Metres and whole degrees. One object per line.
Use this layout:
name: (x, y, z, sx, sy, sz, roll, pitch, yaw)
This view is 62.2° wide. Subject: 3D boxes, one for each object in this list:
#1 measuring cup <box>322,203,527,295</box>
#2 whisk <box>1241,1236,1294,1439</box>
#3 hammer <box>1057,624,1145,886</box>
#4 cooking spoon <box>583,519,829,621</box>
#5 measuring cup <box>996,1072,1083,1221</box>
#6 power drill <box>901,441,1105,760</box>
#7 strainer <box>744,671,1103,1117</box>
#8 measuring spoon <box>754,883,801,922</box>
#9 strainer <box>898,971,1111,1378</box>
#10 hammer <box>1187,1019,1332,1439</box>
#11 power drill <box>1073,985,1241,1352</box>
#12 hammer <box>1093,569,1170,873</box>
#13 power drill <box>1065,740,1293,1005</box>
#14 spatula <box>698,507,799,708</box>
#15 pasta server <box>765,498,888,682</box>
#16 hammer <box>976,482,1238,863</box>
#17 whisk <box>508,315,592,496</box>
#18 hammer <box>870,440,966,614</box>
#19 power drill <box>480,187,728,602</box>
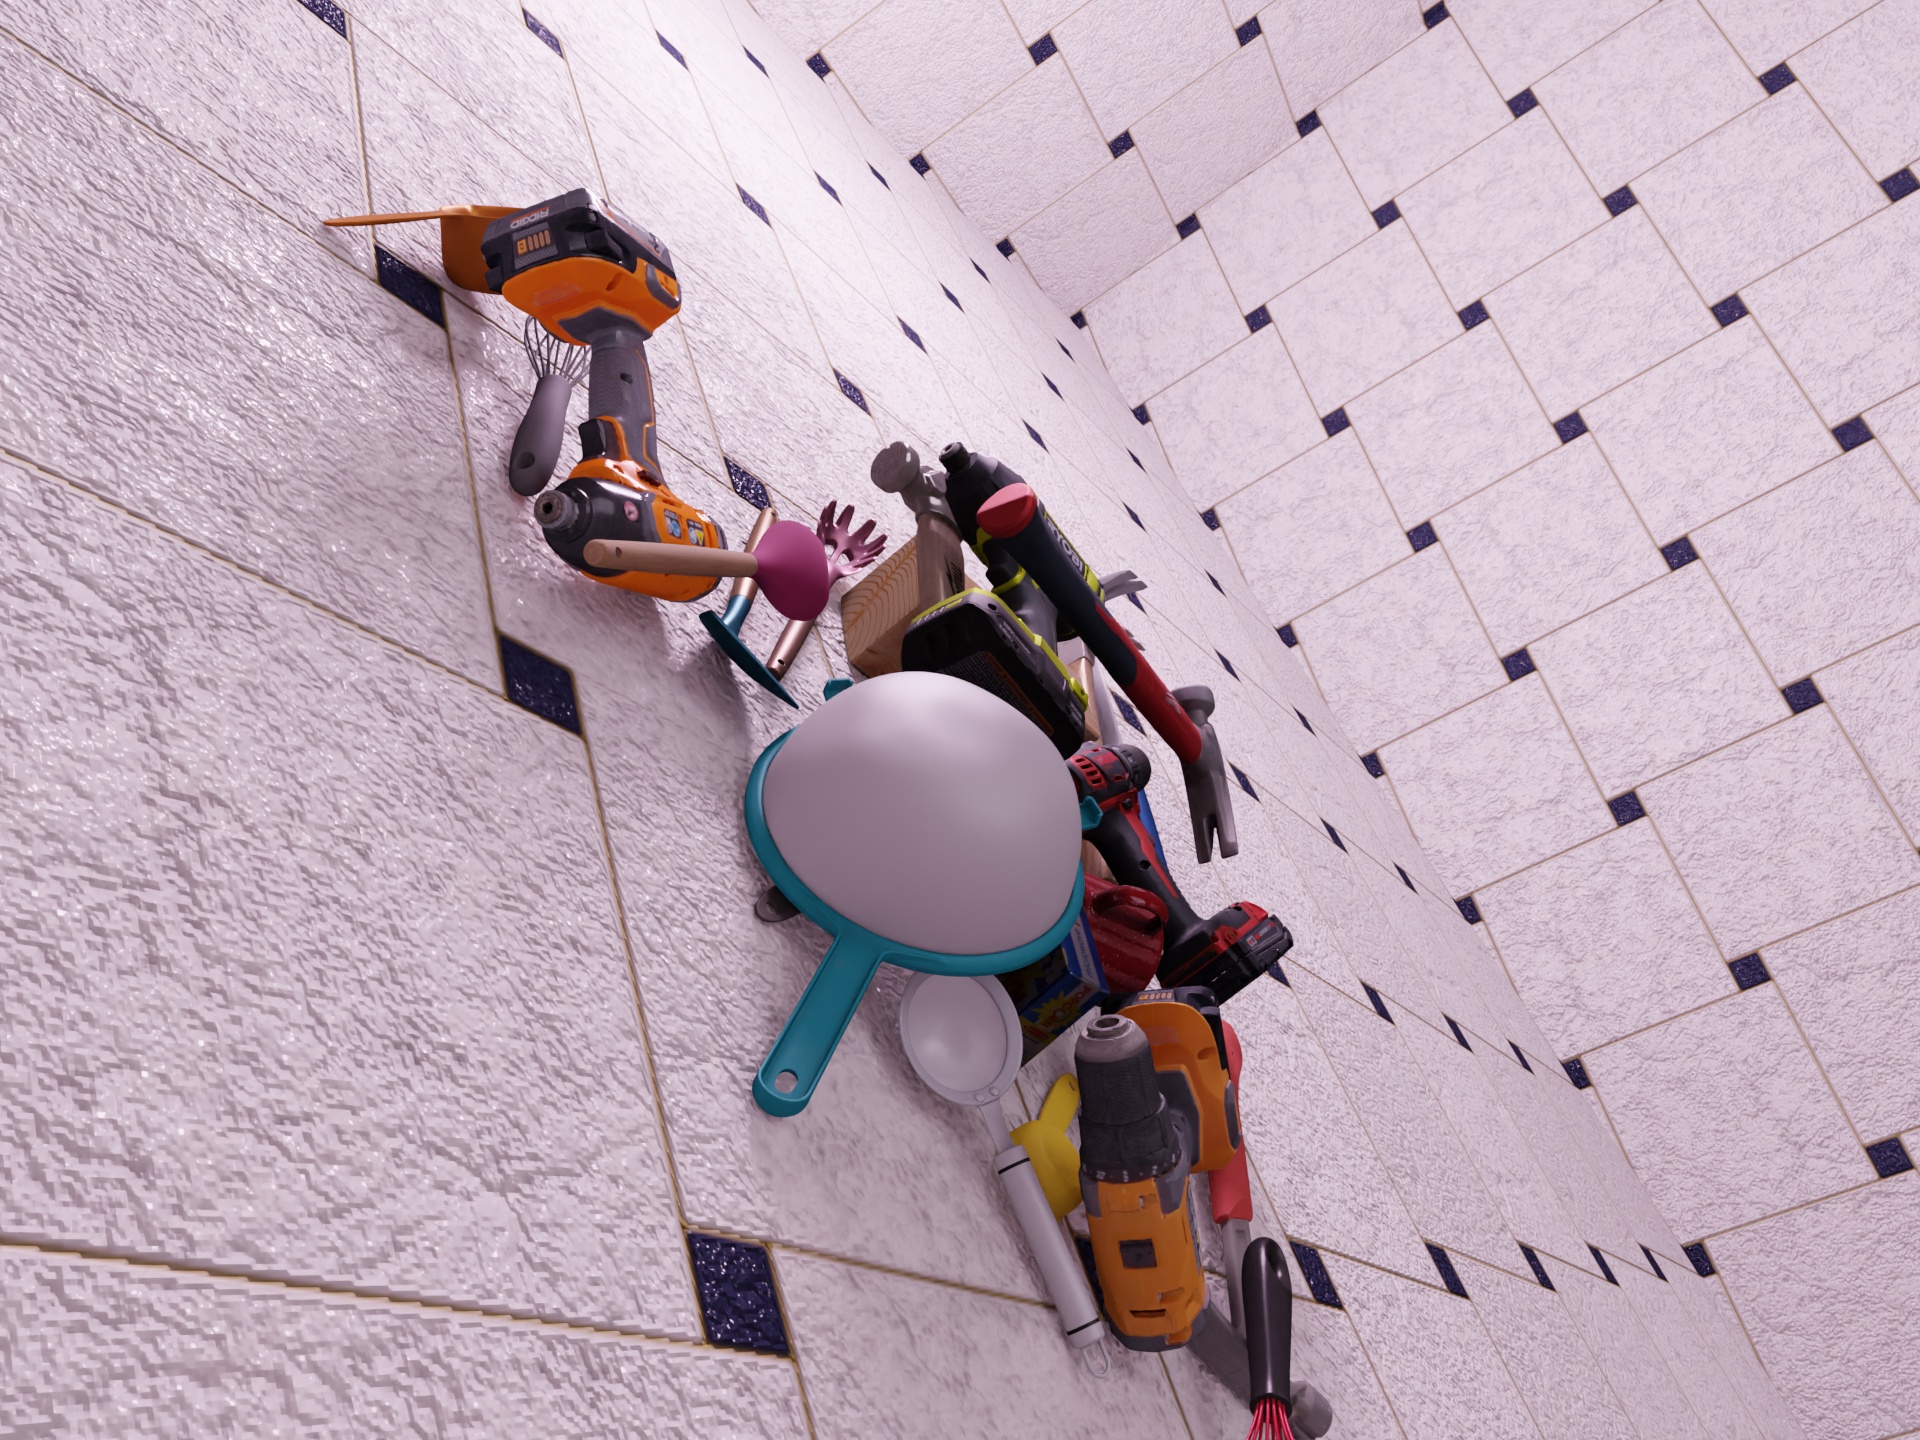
measuring cup: (-0.327, -0.301, 1.025, 0.095, 0.052, 0.173, 22, 29, 36)
whisk: (0.169, 0.390, 0.866, 0.073, 0.073, 0.296, 48, 23, -13)
hammer: (0.114, 0.027, 1.407, 0.031, 0.130, 0.332, 42, 29, -33)
cooking spoon: (-0.140, -0.095, 0.966, 0.319, 0.017, 0.069, -11, 96, -72)
measuring cup: (0.062, 0.246, 0.963, 0.062, 0.029, 0.156, 52, 21, -2)
power drill: (0.030, -0.082, 1.096, 0.171, 0.080, 0.223, 50, 29, -27)
strainer: (-0.029, 0.070, 0.866, 0.211, 0.095, 0.340, 26, 34, 2)
measuring spoon: (-0.088, 0.098, 0.916, 0.034, 0.018, 0.124, 50, 24, 8)
strainer: (0.022, 0.236, 0.878, 0.086, 0.050, 0.259, -7, 64, -42)
hammer: (0.182, 0.318, 1.113, 0.149, 0.036, 0.359, 47, 19, -15)
power drill: (0.113, 0.232, 0.949, 0.226, 0.084, 0.185, -48, 128, -71)
hammer: (0.146, 0.025, 1.468, 0.035, 0.144, 0.406, 35, 31, -41)
power drill: (0.154, 0.110, 1.238, 0.227, 0.080, 0.188, 52, 23, 12)
spatula: (-0.140, -0.094, 1.098, 0.082, 0.044, 0.318, 49, 17, -21)
pasta server: (-0.106, -0.097, 1.195, 0.060, 0.040, 0.316, 33, 23, -9)
hammer: (0.109, -0.031, 1.072, 0.385, 0.038, 0.143, 43, 35, -54)
whisk: (-0.265, -0.212, 1.021, 0.055, 0.055, 0.239, 41, 26, -32)
hammer: (-0.002, -0.003, 1.096, 0.146, 0.038, 0.411, 34, 42, -41)
power drill: (-0.214, -0.188, 0.941, 0.164, 0.084, 0.226, 10, 67, -72)
